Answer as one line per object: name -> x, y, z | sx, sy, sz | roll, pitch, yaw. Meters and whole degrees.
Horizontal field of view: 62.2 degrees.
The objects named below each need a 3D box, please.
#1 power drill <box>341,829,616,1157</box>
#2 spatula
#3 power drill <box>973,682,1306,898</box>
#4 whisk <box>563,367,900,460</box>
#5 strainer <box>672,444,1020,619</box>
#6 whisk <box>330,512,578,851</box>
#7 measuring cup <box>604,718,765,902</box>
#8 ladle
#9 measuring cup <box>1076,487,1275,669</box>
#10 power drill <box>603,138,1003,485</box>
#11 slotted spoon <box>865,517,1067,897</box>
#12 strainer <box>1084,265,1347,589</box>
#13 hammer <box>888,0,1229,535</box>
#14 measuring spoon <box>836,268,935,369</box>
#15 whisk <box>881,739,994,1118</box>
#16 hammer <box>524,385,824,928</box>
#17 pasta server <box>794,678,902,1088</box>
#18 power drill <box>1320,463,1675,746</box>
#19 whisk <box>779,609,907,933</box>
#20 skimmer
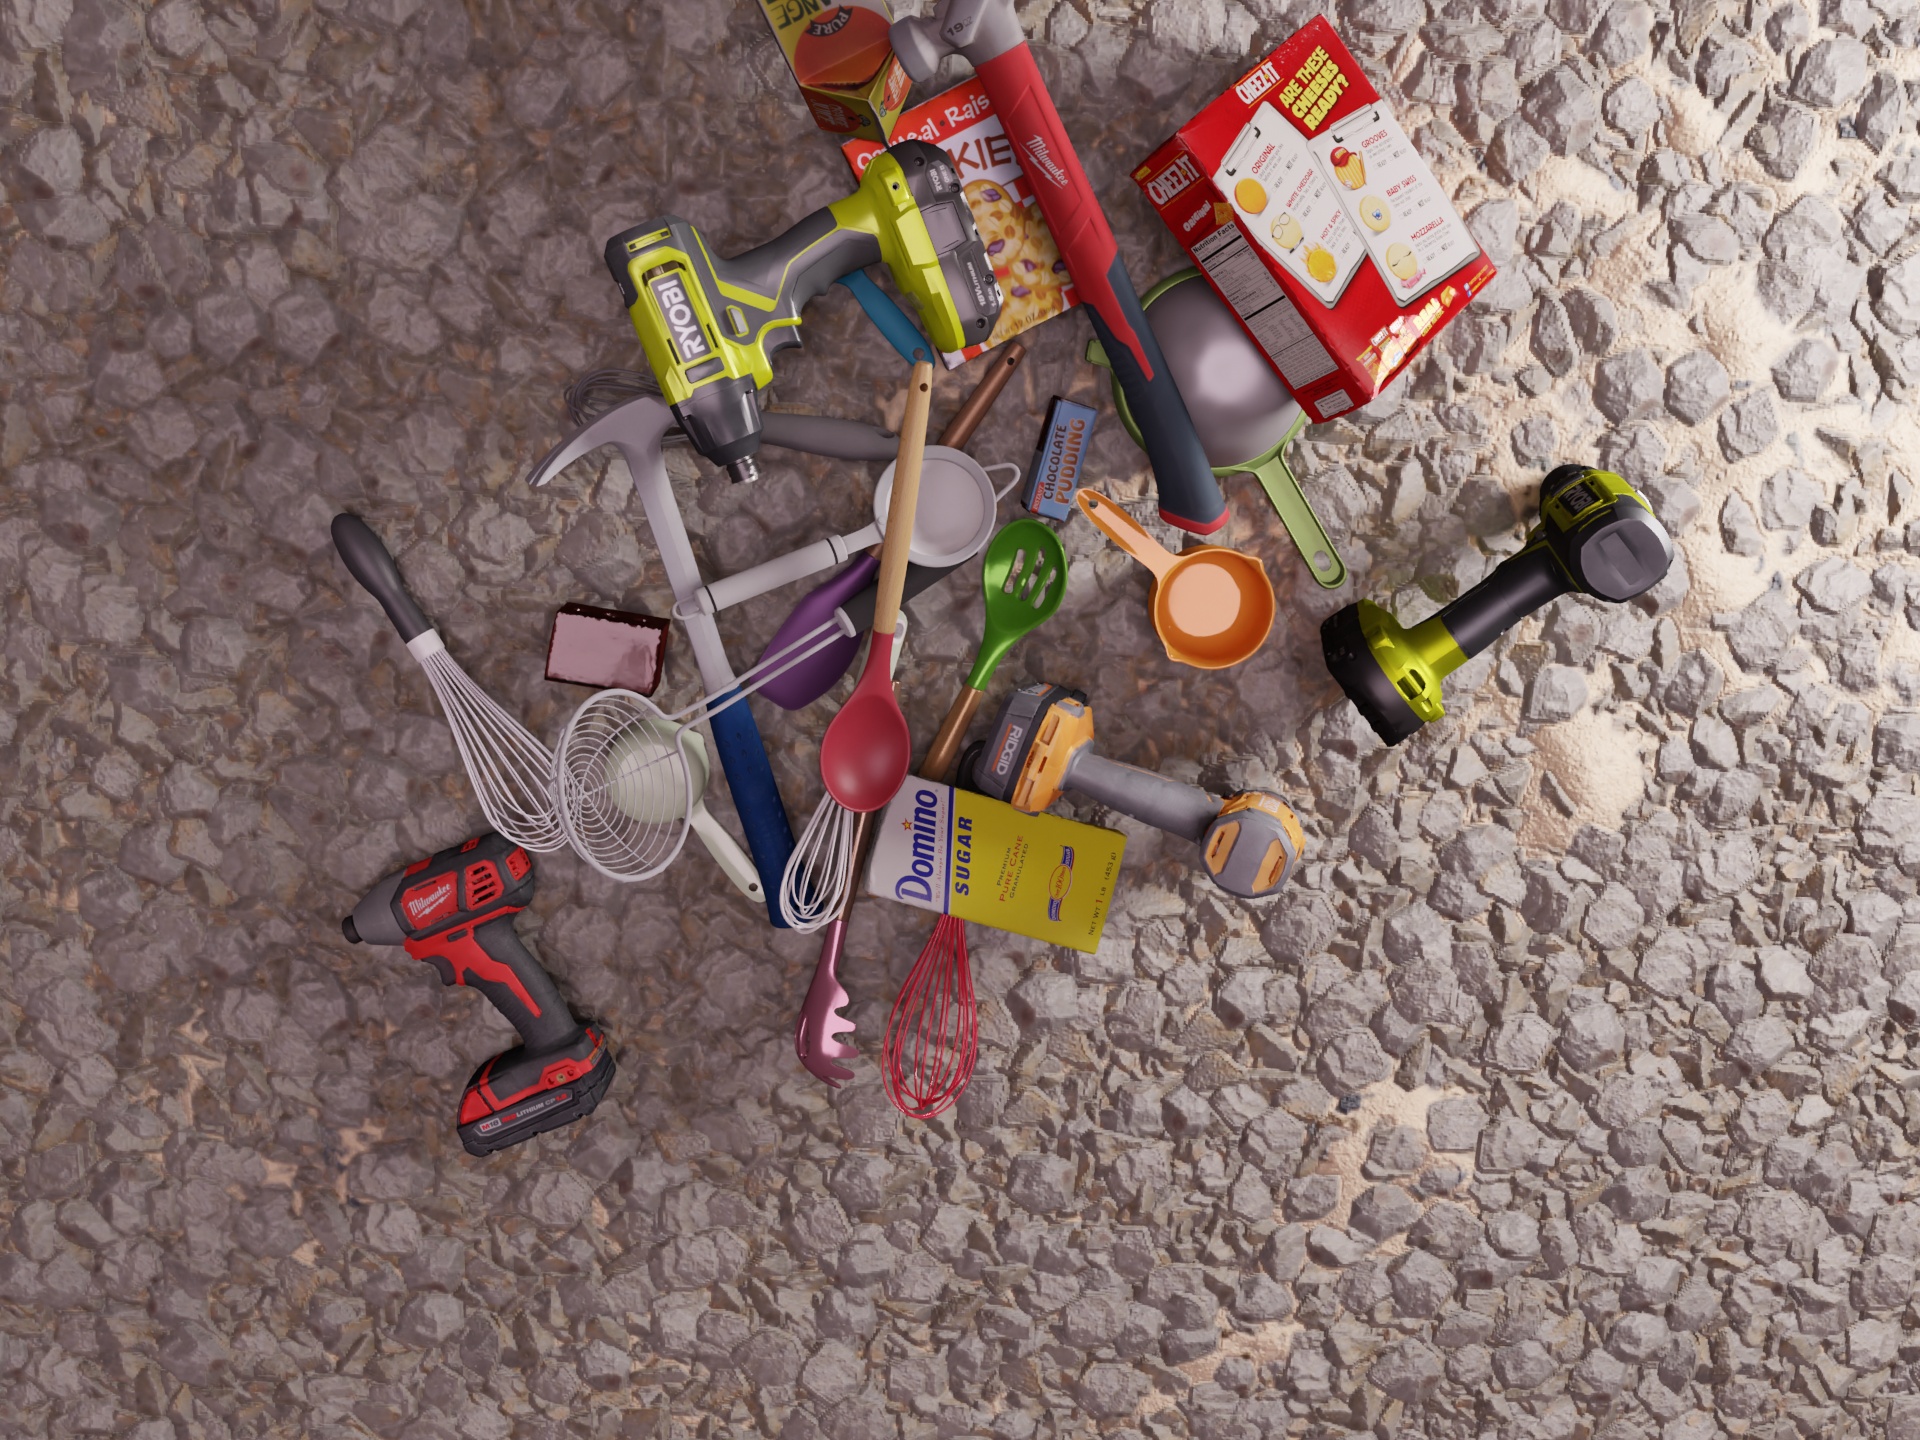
power drill -> -0.360, 0.204, 1.192 | 0.143, 0.078, 0.219 | -22, 100, 3
spatula -> -0.047, -0.139, 1.154 | 0.059, 0.018, 0.316 | 32, 100, -19
power drill -> 0.140, 0.049, 1.146 | 0.226, 0.185, 0.084 | 24, 101, 12
whisk -> -0.158, -0.209, 1.120 | 0.239, 0.055, 0.055 | 7, 102, -8
strainer -> -0.079, -0.123, 1.104 | 0.258, 0.050, 0.087 | -23, 86, -12
whisk -> -0.369, -0.026, 1.149 | 0.070, 0.070, 0.284 | -32, 98, 5
measuring cup -> -0.199, 0.075, 1.185 | 0.083, 0.038, 0.167 | -36, 100, 6
ladle -> -0.049, -0.085, 1.073 | 0.069, 0.031, 0.315 | -1, 115, -26
measuring cup -> 0.148, -0.111, 1.152 | 0.173, 0.052, 0.095 | 40, 98, -8
power drill -> -0.095, -0.266, 1.032 | 0.223, 0.080, 0.171 | -24, 104, -7
slotted spoon -> -0.002, -0.004, 1.180 | 0.070, 0.031, 0.313 | 32, 105, 23
strainer -> 0.211, -0.200, 1.124 | 0.151, 0.069, 0.256 | -31, 101, 5
hammer -> 0.104, -0.295, 1.029 | 0.143, 0.038, 0.386 | -20, 116, 19
measuring spoon -> -0.062, -0.296, 1.115 | 0.042, 0.021, 0.128 | -41, 100, 7
whisk -> -0.008, 0.160, 1.206 | 0.073, 0.073, 0.296 | 9, 96, -4
hammer -> -0.178, -0.029, 1.126 | 0.144, 0.035, 0.405 | -24, 114, -19
pasta server -> -0.079, 0.124, 1.199 | 0.040, 0.060, 0.316 | 10, 96, -32
power drill -> 0.370, -0.093, 1.113 | 0.228, 0.191, 0.080 | -36, 102, 20
whisk -> -0.082, 0.035, 1.156 | 0.057, 0.059, 0.246 | 20, 84, -40
skimmer -> -0.117, -0.028, 1.084 | 0.363, 0.090, 0.127 | -34, 118, -15
